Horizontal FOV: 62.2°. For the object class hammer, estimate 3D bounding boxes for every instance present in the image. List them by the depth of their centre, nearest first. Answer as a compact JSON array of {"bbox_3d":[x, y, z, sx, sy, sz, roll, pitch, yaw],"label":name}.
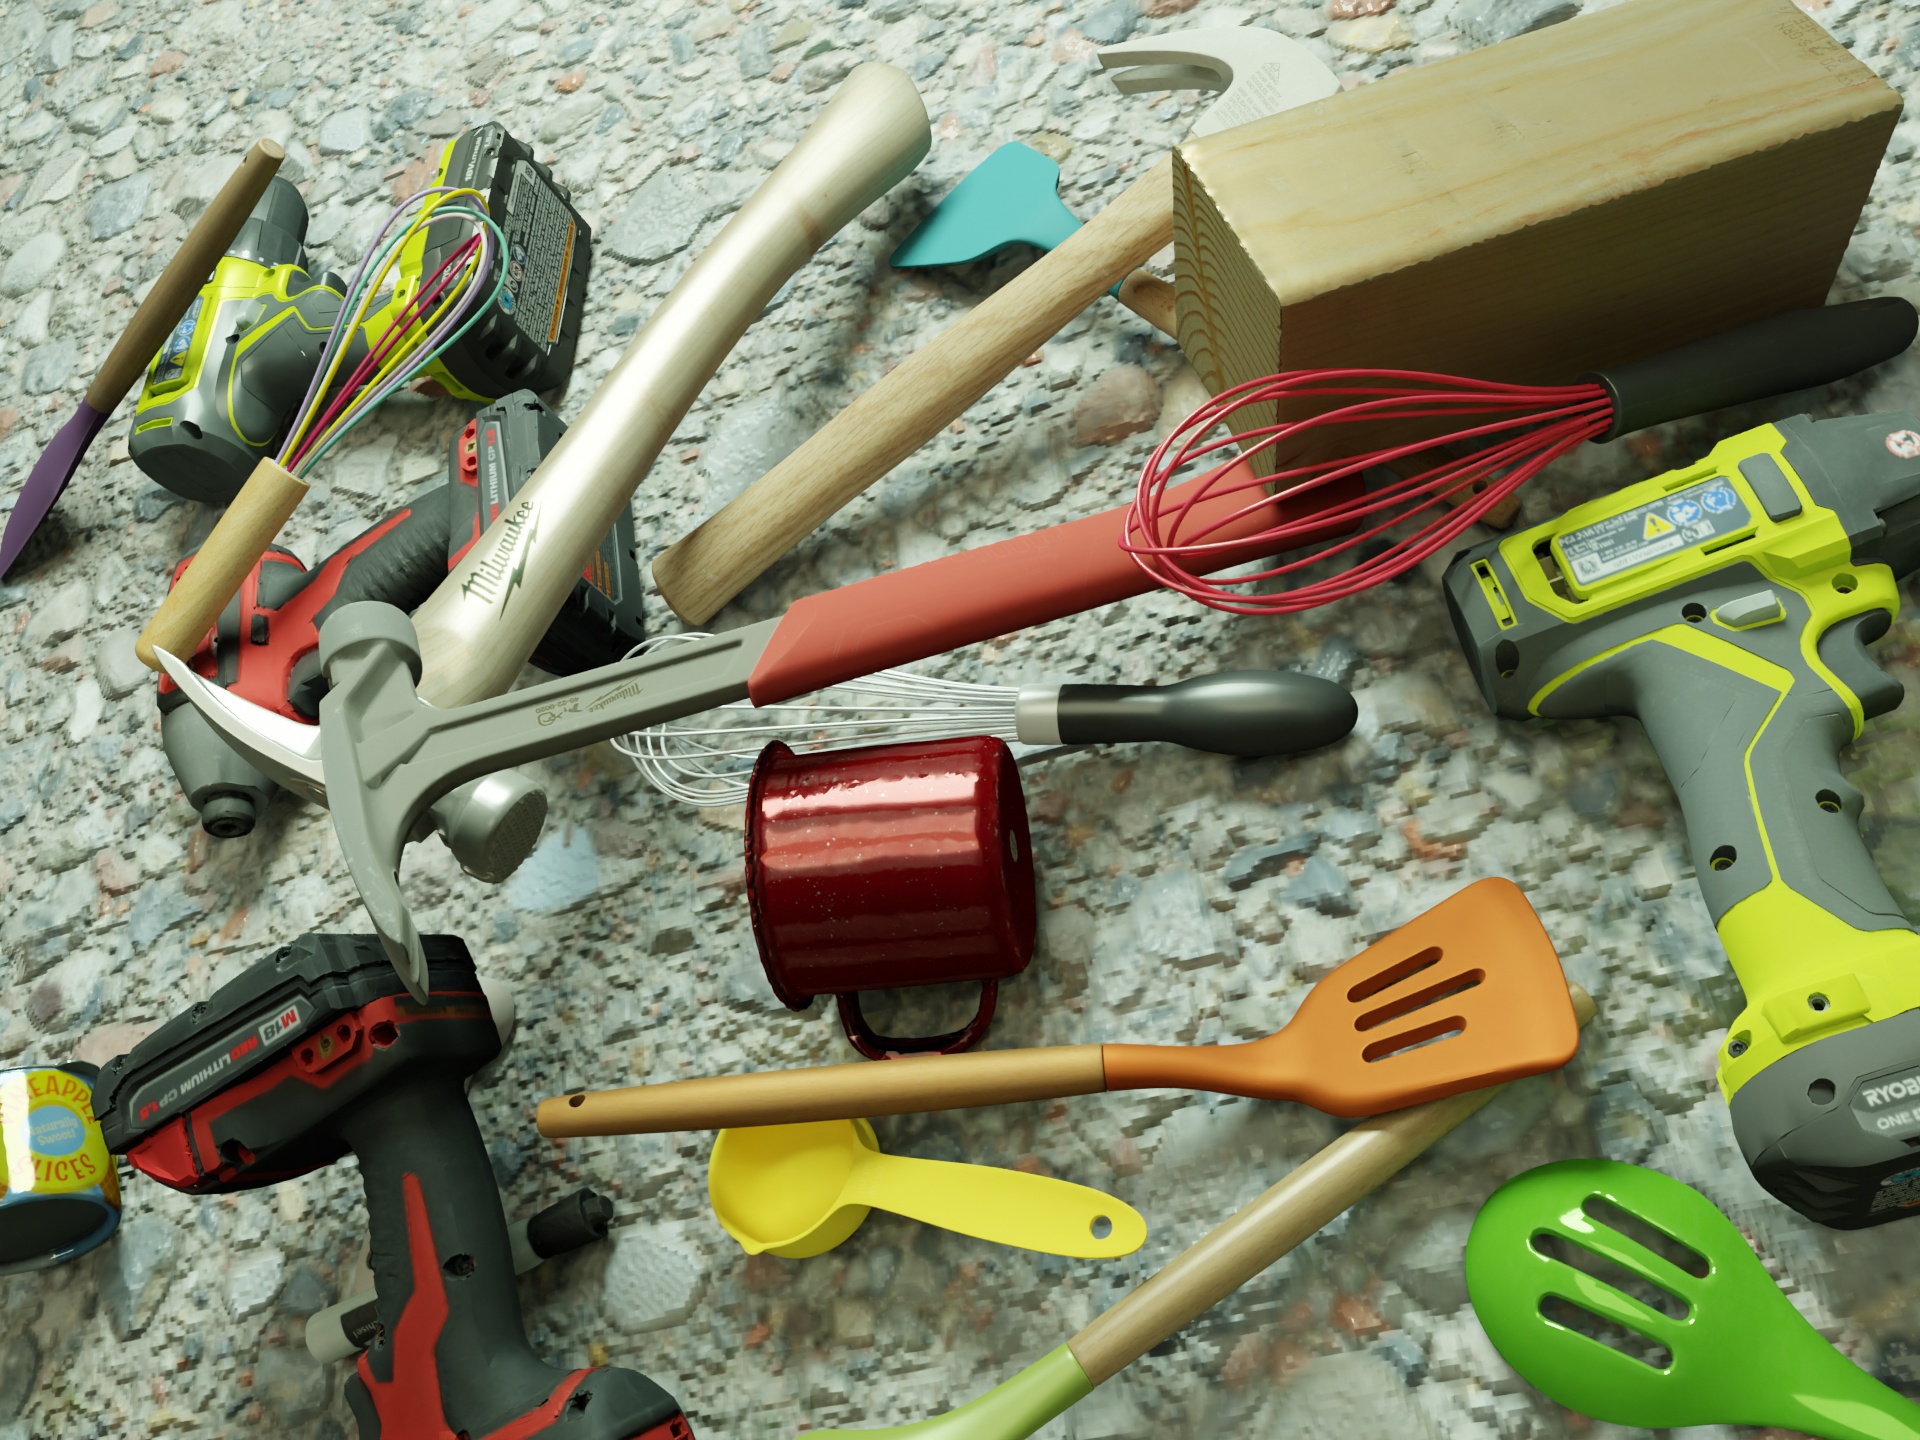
[{"bbox_3d":[-0.023,-0.026,0.526,0.359,0.036,0.149,-17,48,-14],"label":"hammer"},{"bbox_3d":[-0.133,-0.134,0.636,0.146,0.038,0.411,24,62,9],"label":"hammer"},{"bbox_3d":[0.007,-0.150,0.637,0.331,0.031,0.130,-36,65,12],"label":"hammer"}]

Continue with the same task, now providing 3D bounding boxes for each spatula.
[{"bbox_3d":[0.020,0.104,0.498,0.322,0.041,0.081,-7,33,7],"label":"spatula"},{"bbox_3d":[0.091,-0.159,0.643,0.082,0.044,0.318,-46,61,-6],"label":"spatula"},{"bbox_3d":[-0.419,-0.177,0.795,0.316,0.018,0.060,-37,51,30],"label":"spatula"}]

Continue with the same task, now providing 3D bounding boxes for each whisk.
[{"bbox_3d":[0.184,-0.094,0.502,0.296,0.073,0.073,-17,56,-15],"label":"whisk"},{"bbox_3d":[-0.001,-0.003,0.581,0.284,0.070,0.070,-1,64,17],"label":"whisk"},{"bbox_3d":[-0.272,-0.123,0.680,0.245,0.051,0.047,-55,19,-1],"label":"whisk"}]

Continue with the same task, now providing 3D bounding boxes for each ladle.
[{"bbox_3d":[0.061,0.180,0.474,0.320,0.062,0.078,-34,48,-6],"label":"ladle"}]

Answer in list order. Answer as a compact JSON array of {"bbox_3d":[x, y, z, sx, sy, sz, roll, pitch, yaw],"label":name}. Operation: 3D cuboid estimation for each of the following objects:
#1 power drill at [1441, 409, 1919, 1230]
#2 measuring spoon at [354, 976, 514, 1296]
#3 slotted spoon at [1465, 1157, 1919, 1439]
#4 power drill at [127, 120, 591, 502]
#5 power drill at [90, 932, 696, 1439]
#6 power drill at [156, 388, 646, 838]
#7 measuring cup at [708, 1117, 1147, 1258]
[{"bbox_3d":[0.259,0.012,0.454,0.171,0.080,0.223,-21,55,12],"label":"power drill"},{"bbox_3d":[-0.204,0.155,0.602,0.034,0.018,0.124,7,68,25],"label":"measuring spoon"},{"bbox_3d":[0.275,0.192,0.382,0.314,0.031,0.070,21,71,28],"label":"slotted spoon"},{"bbox_3d":[-0.307,-0.219,0.806,0.228,0.080,0.191,-9,62,21],"label":"power drill"},{"bbox_3d":[-0.202,0.203,0.523,0.188,0.080,0.227,-32,73,13],"label":"power drill"},{"bbox_3d":[-0.253,-0.041,0.693,0.219,0.078,0.143,-21,58,14],"label":"power drill"},{"bbox_3d":[-0.010,0.153,0.510,0.156,0.029,0.062,3,61,28],"label":"measuring cup"}]
